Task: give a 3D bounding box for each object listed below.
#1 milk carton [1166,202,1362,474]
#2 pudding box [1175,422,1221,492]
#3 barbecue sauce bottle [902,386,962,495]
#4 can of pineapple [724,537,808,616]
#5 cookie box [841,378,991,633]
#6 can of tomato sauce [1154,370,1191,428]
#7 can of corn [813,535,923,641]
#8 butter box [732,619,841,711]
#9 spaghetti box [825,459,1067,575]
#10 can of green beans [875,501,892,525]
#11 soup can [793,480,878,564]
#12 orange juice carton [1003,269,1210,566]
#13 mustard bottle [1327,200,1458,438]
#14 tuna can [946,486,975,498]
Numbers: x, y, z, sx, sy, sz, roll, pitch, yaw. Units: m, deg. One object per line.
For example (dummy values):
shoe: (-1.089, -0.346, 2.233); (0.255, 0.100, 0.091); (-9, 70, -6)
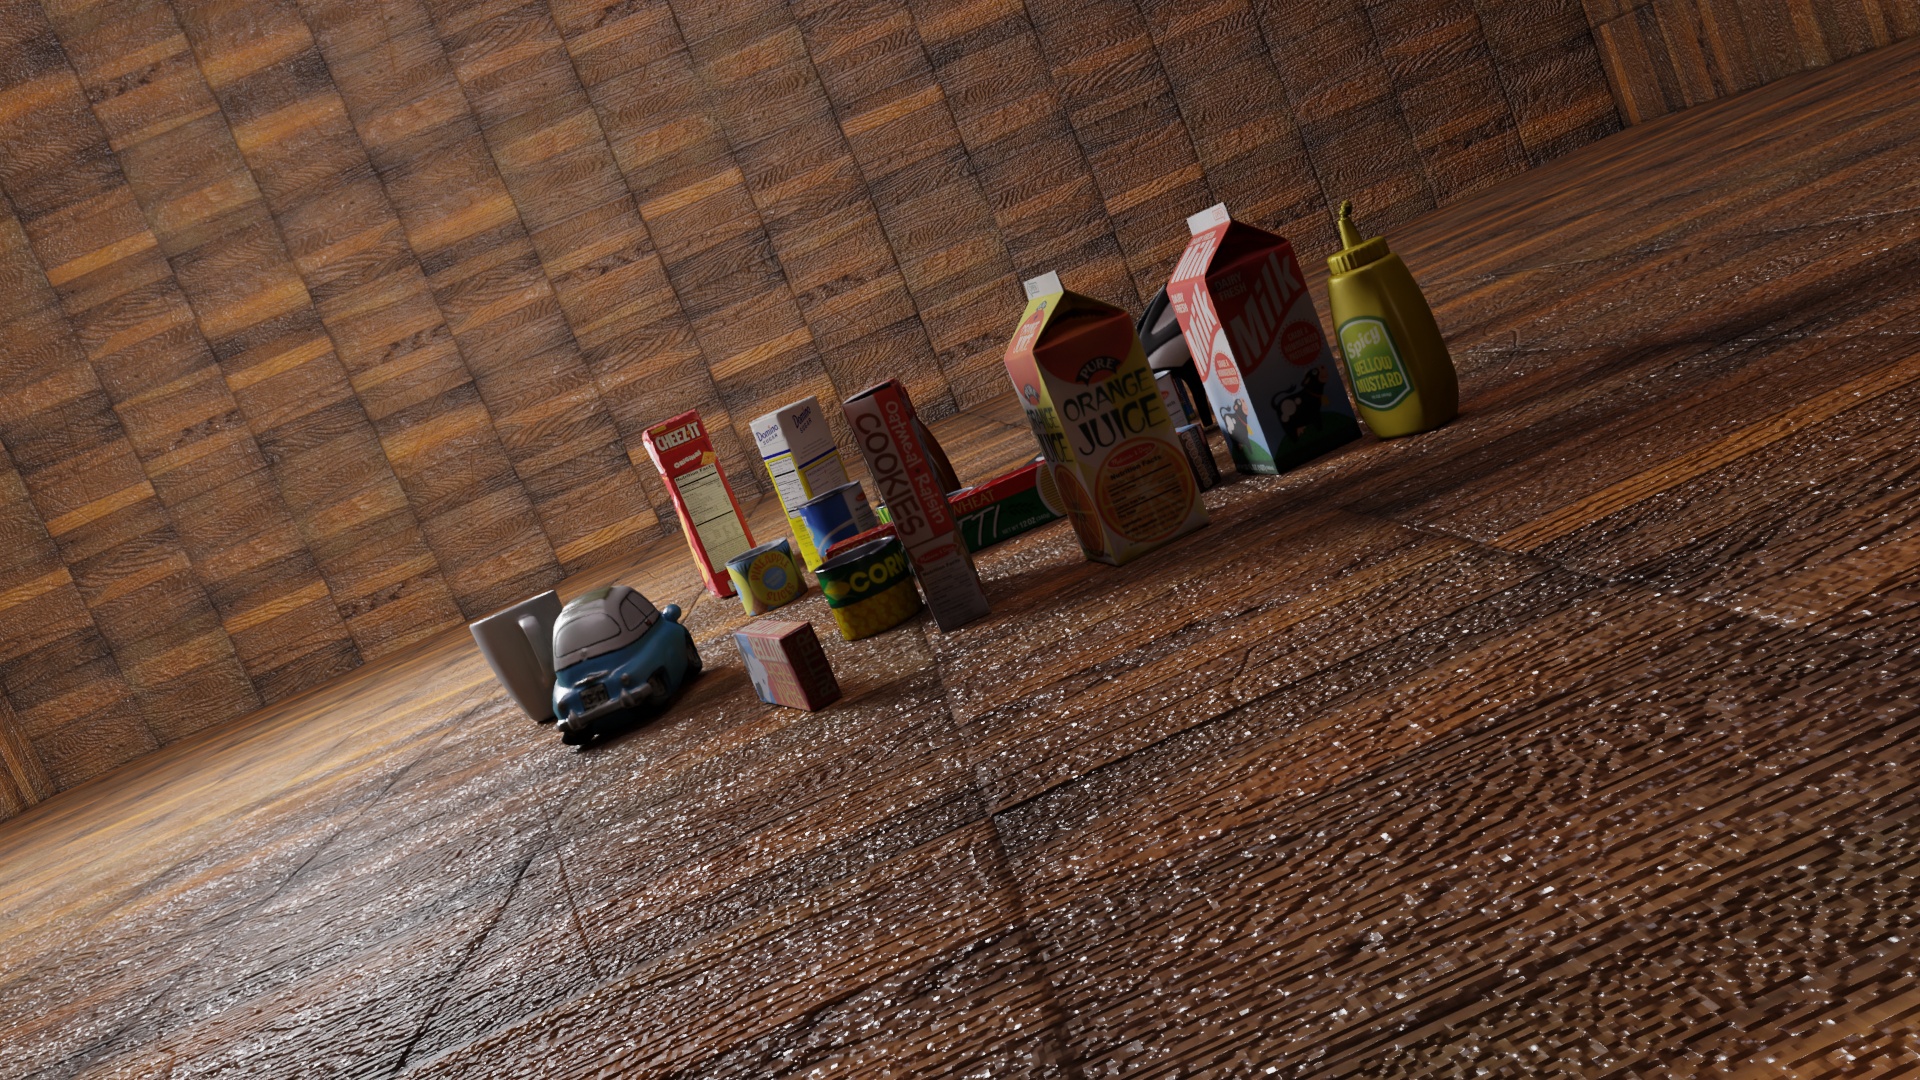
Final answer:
milk carton: (0.210, -0.148, 0.999); (0.073, 0.190, 0.072); (-24, 8, -11)
pudding box: (0.155, -0.058, 1.064); (0.030, 0.049, 0.083); (-28, 9, -33)
barbecue sauce bottle: (-0.047, -0.087, 1.457); (0.064, 0.148, 0.044); (-19, 9, 29)
can of pineapple: (-0.191, 0.036, 1.373); (0.071, 0.057, 0.071); (-22, 8, 3)
cookie box: (-0.030, -0.030, 0.968); (0.040, 0.167, 0.123); (-23, 8, 1)
can of tomato sauce: (0.158, -0.091, 1.153); (0.071, 0.083, 0.071); (-22, 8, 3)
can of corn: (-0.066, 0.035, 1.035); (0.071, 0.058, 0.071); (-22, 8, 3)
butter box: (-0.113, 0.079, 0.893); (0.024, 0.053, 0.103); (-26, 9, -24)
spaghetti box: (0.004, -0.015, 1.198); (0.250, 0.050, 0.029); (-22, 8, 6)
can of green beans: (-0.039, -0.018, 1.307); (0.071, 0.057, 0.071); (-22, 8, 3)
soup can: (-0.114, -0.007, 1.351); (0.071, 0.083, 0.071); (-22, 8, 3)
orange juice carton: (0.089, -0.086, 0.922); (0.073, 0.192, 0.072); (-24, 8, -10)
mustard bottle: (0.278, -0.148, 0.924); (0.049, 0.160, 0.065); (-28, 9, -34)
tuna can: (-0.012, -0.026, 1.372); (0.071, 0.032, 0.071); (-22, 8, 3)
